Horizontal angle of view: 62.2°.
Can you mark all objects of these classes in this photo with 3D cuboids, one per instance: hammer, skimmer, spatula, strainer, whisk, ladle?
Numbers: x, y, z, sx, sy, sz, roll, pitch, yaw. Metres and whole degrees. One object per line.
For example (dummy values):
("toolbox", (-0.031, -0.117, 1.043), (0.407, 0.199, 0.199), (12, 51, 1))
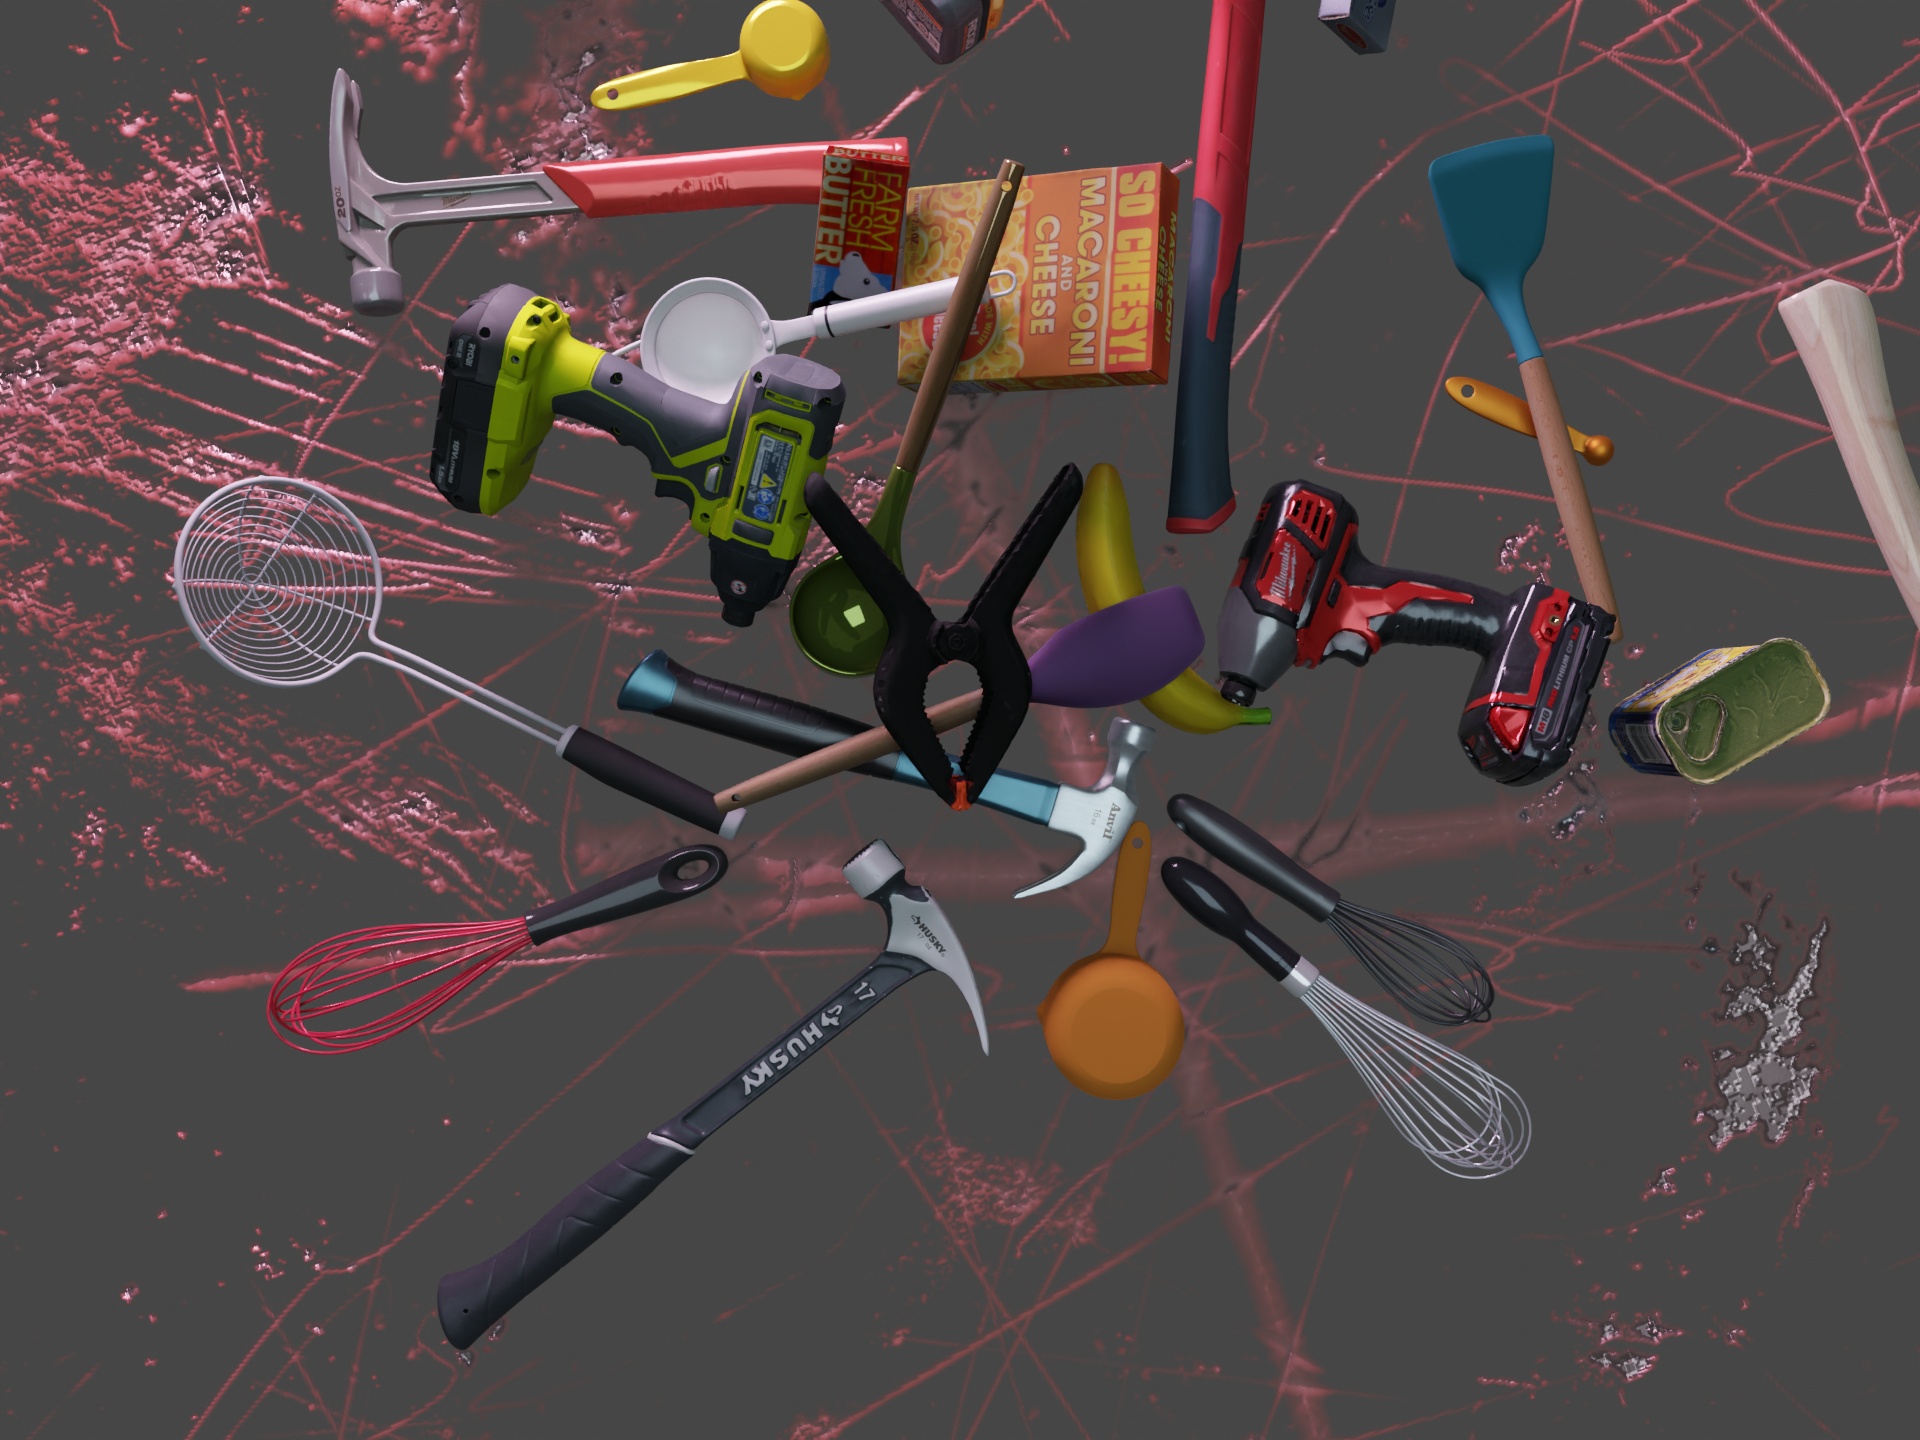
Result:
("hammer", (0.604, -0.078, 1.001), (0.146, 0.038, 0.410), (-24, 90, 1))
("skimmer", (-0.295, -0.025, 0.970), (0.363, 0.090, 0.127), (26, 62, -2))
("hammer", (-0.211, -0.344, 0.998), (0.359, 0.037, 0.149), (-5, 90, 0))
("spatula", (0.364, -0.202, 0.987), (0.082, 0.044, 0.317), (-14, 84, -5))
("hammer", (0.146, -0.309, 0.977), (0.143, 0.038, 0.386), (3, 94, -29))
("hammer", (-0.162, 0.257, 1.000), (0.409, 0.036, 0.149), (-39, 91, 0))
("strainer", (-0.090, -0.240, 0.973), (0.258, 0.050, 0.087), (-9, 95, 14))
("spatula", (-0.002, -0.003, 0.972), (0.316, 0.018, 0.060), (-21, 93, 1))
("whisk", (0.230, 0.117, 0.996), (0.239, 0.055, 0.055), (34, 90, 3))
("hammer", (-0.052, 0.019, 1.000), (0.331, 0.033, 0.128), (16, 89, 0))
("whisk", (-0.286, 0.136, 0.990), (0.296, 0.073, 0.073), (-19, 90, -6))
("whisk", (0.237, 0.181, 0.993), (0.284, 0.070, 0.070), (41, 90, 4))
("ladle", (-0.024, -0.172, 0.943), (0.078, 0.062, 0.320), (20, 110, -5))

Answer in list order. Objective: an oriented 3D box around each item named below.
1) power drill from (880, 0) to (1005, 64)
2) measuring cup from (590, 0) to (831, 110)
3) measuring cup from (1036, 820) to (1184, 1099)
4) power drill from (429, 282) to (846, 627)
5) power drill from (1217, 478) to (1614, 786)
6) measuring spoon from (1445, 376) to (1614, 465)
("power drill", (0.024, -0.542, 0.978), (0.226, 0.084, 0.185), (-41, 91, -5))
("measuring cup", (-0.159, -0.413, 1.000), (0.156, 0.029, 0.062), (-15, 90, -2))
("measuring cup", (0.102, 0.150, 0.990), (0.095, 0.052, 0.173), (8, 92, 0))
("power drill", (-0.196, -0.159, 0.964), (0.223, 0.080, 0.171), (19, 119, -2))
("power drill", (0.268, -0.046, 0.975), (0.219, 0.078, 0.143), (22, 81, 3))
("measuring spoon", (0.363, -0.192, 1.011), (0.117, 0.011, 0.021), (24, 90, 0))
